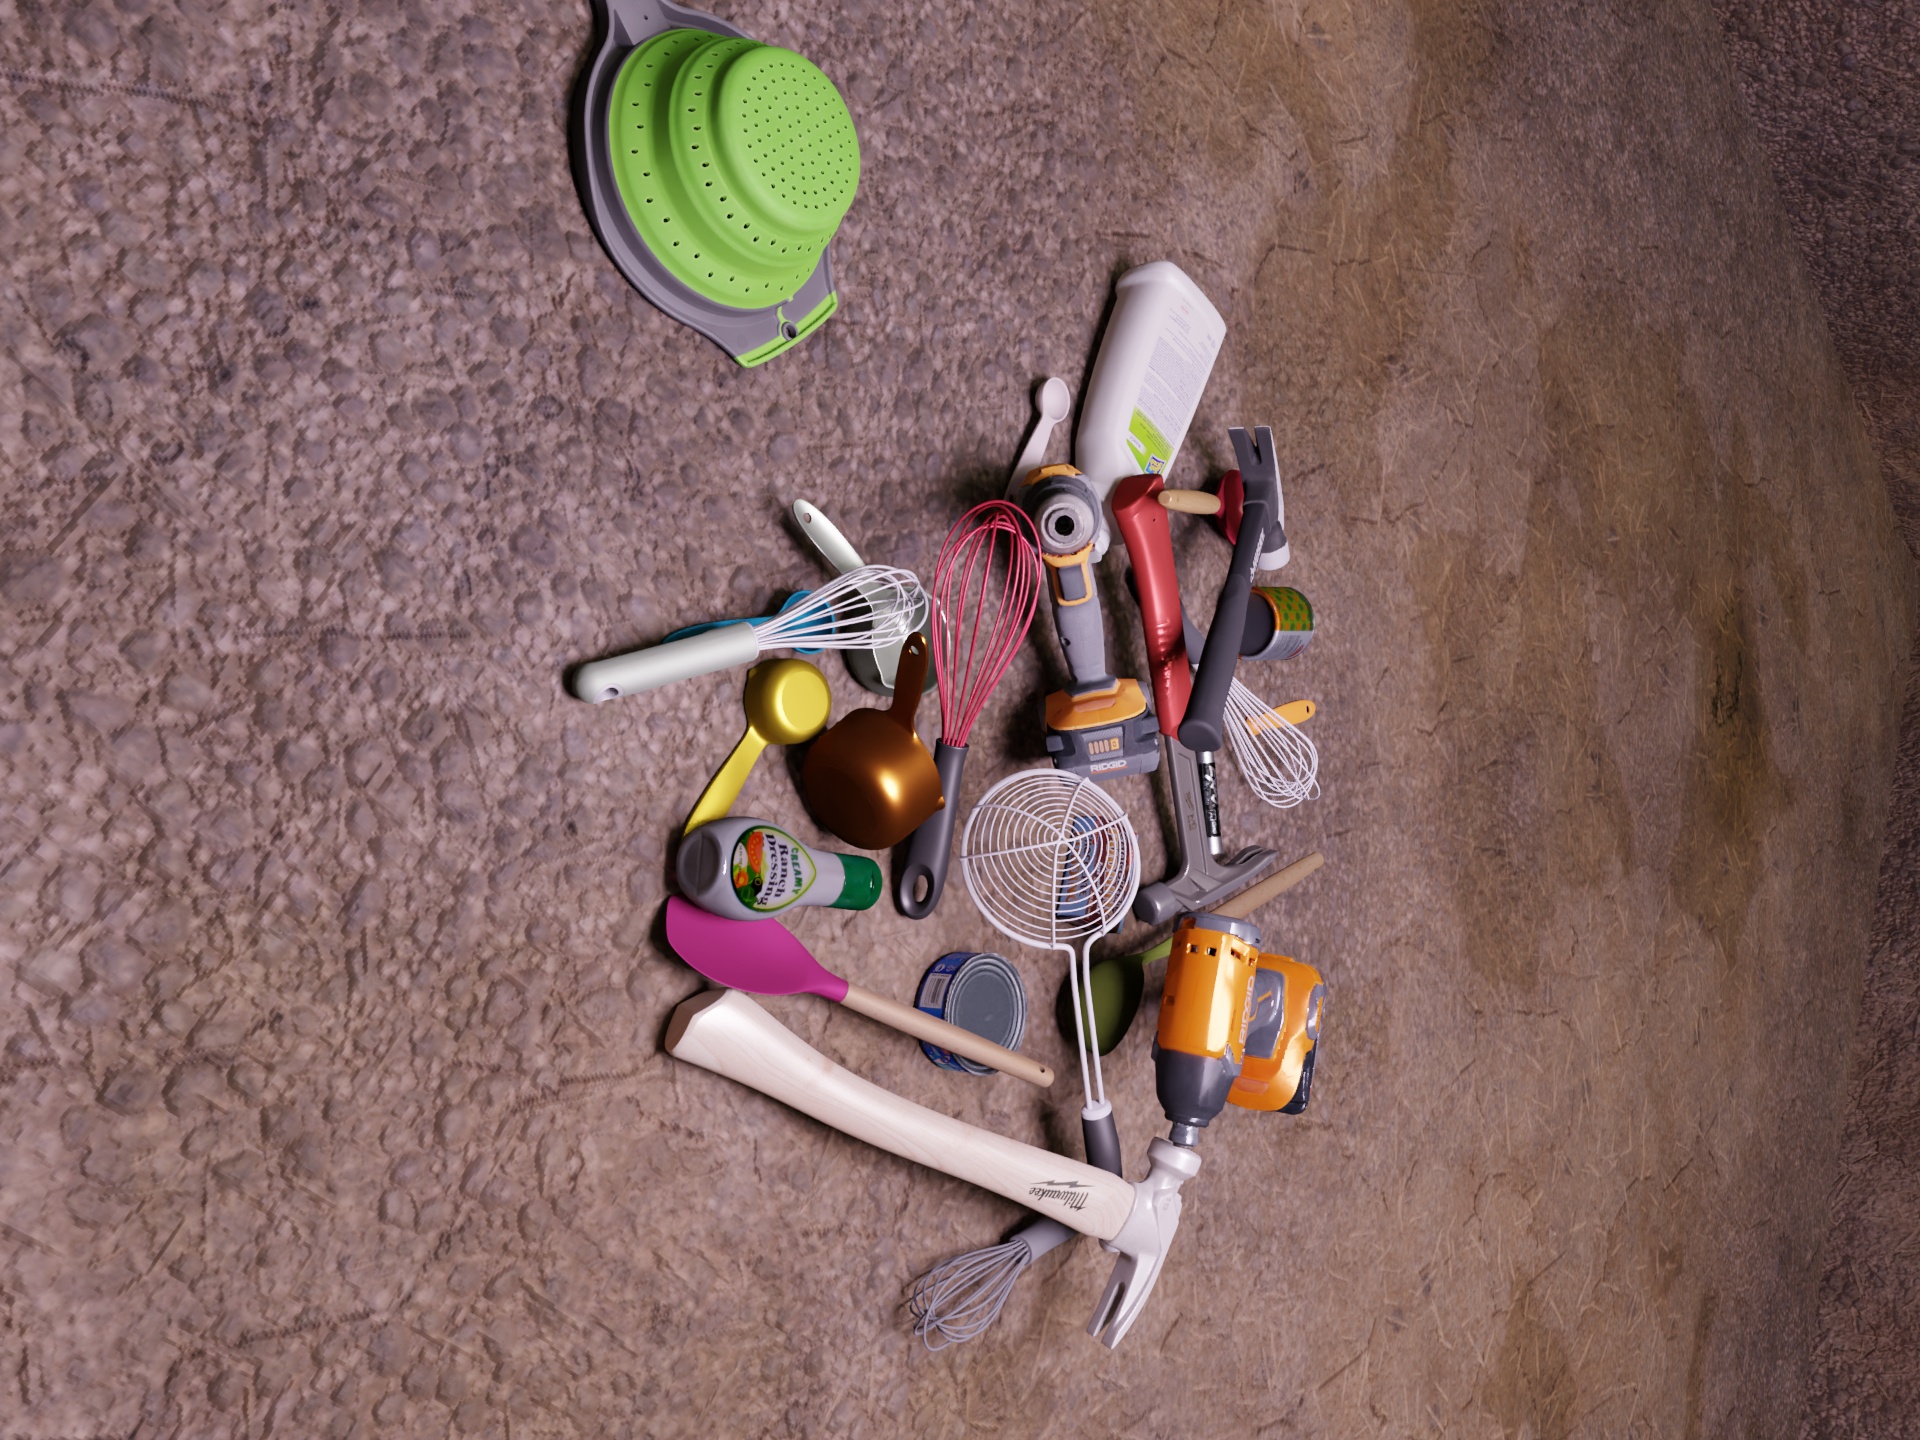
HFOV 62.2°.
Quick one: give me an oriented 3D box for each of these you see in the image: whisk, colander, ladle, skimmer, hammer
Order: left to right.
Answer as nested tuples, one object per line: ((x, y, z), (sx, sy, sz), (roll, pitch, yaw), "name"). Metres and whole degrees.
((-0.166, -0.417, 0.960), (0.204, 0.094, 0.396), (-46, 119, -38), "colander")
((-0.124, -0.052, 0.983), (0.246, 0.057, 0.059), (-18, 66, -32), "whisk")
((-0.017, 0.285, 1.043), (0.410, 0.038, 0.146), (31, 78, -27), "hammer")
((-0.002, -0.003, 1.076), (0.073, 0.073, 0.295), (-1, 108, -46), "whisk")
((0.045, 0.385, 1.148), (0.239, 0.055, 0.055), (-14, 97, -51), "whisk")
((0.081, 0.215, 1.150), (0.127, 0.090, 0.363), (-14, 112, -14), "skimmer")
((0.177, -0.022, 1.277), (0.149, 0.037, 0.359), (-23, 112, -34), "hammer")
((0.201, -0.176, 1.297), (0.315, 0.031, 0.069), (-16, 99, -69), "ladle")
((0.203, 0.179, 1.290), (0.320, 0.078, 0.062), (-23, 73, -38), "ladle")
((0.227, -0.028, 1.370), (0.284, 0.070, 0.070), (50, 54, -25), "whisk")
((0.215, -0.098, 1.251), (0.335, 0.035, 0.146), (-66, 149, -45), "hammer")

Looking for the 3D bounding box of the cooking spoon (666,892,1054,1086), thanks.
((-0.058, 0.185, 1.036), (0.318, 0.017, 0.069), (29, 35, -30), "cooking spoon")

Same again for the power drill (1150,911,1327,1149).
((0.205, 0.241, 1.194), (0.226, 0.084, 0.164), (32, 67, -59), "power drill")

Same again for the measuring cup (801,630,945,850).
((-0.054, 0.015, 1.003), (0.052, 0.095, 0.173), (-40, 158, -37), "measuring cup")

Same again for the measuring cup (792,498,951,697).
((-0.070, -0.083, 1.074), (0.167, 0.038, 0.083), (50, 54, -29), "measuring cup")

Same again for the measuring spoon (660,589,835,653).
((-0.138, -0.056, 1.019), (0.128, 0.021, 0.042), (-13, 93, -37), "measuring spoon")

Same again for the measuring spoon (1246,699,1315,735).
((0.300, -0.004, 1.469), (0.117, 0.011, 0.021), (-13, 96, -46), "measuring spoon")

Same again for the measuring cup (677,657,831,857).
((-0.130, 0.025, 1.006), (0.062, 0.029, 0.157), (49, 55, -32), "measuring cup")

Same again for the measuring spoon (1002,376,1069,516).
((0.053, -0.211, 1.232), (0.034, 0.018, 0.124), (39, 67, -43), "measuring spoon")

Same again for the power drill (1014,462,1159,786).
((0.086, -0.071, 1.145), (0.185, 0.084, 0.226), (-85, 164, -78), "power drill")
